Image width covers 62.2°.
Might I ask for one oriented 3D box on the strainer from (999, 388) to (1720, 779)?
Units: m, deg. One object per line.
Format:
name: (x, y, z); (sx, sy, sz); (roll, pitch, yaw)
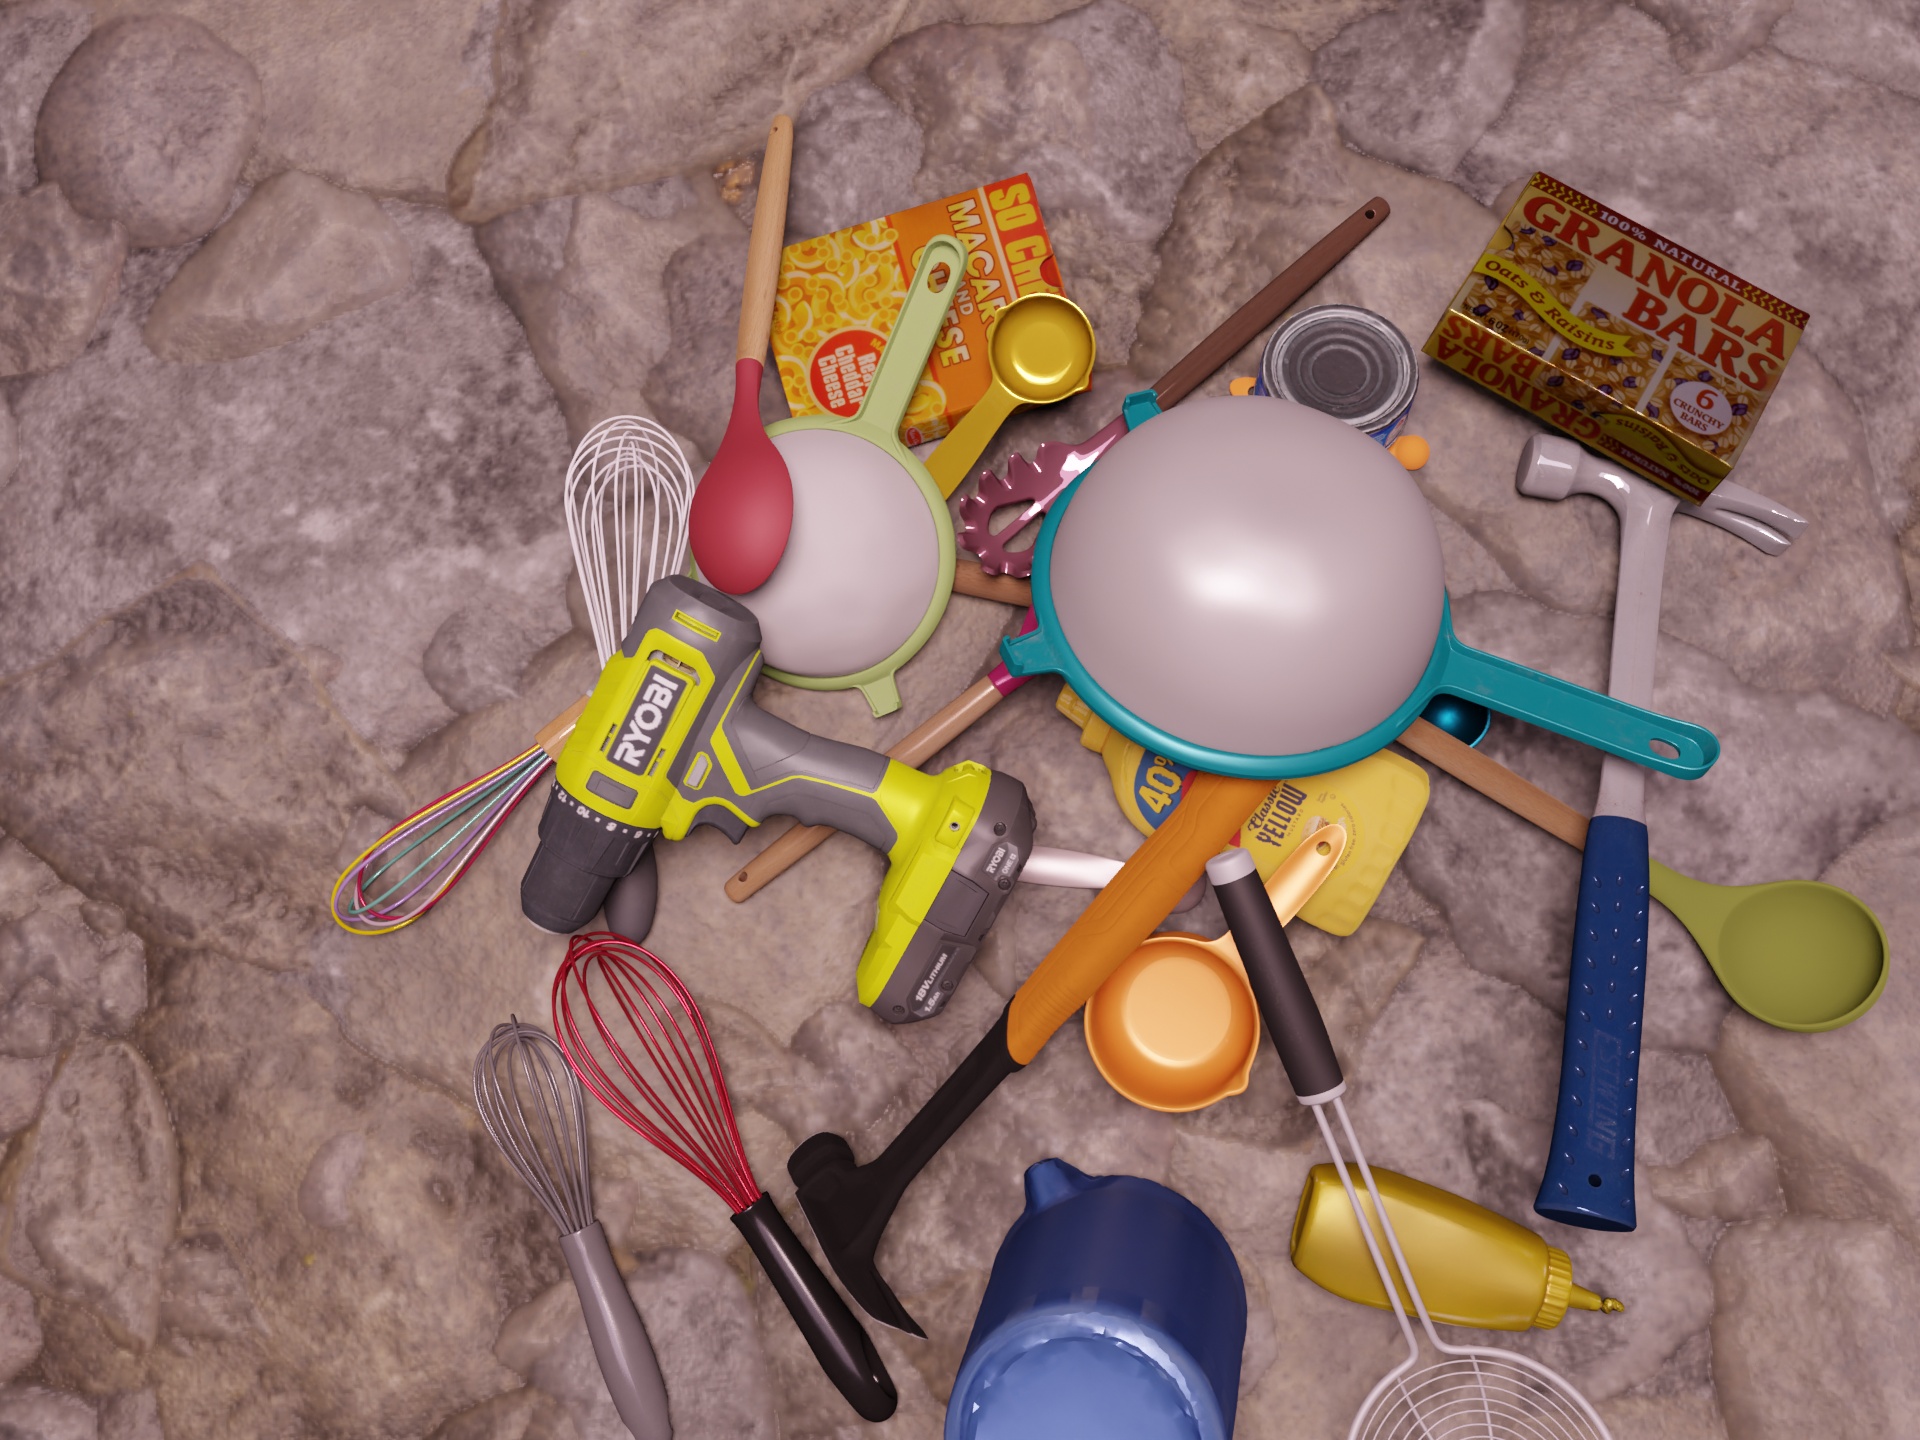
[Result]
strainer: (0.201, -0.061, 0.749); (0.340, 0.095, 0.211); (22, 60, 10)

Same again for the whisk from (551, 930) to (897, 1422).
whisk: (-0.121, 0.235, 0.825); (0.073, 0.073, 0.296); (-35, 85, -1)

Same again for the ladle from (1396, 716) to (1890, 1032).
ladle: (0.314, 0.053, 0.808); (0.320, 0.062, 0.078); (32, 82, 6)

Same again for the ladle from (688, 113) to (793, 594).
ladle: (-0.108, -0.208, 0.845); (0.069, 0.031, 0.316); (-17, 56, 32)

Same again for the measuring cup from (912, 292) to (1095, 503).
measuring cup: (0.013, -0.162, 0.861); (0.062, 0.029, 0.156); (39, 107, -5)

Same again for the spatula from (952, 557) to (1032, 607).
spatula: (0.077, -0.060, 0.872); (0.317, 0.044, 0.082); (13, 83, 11)

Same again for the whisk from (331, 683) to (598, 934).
whisk: (-0.244, 0.033, 0.879); (0.245, 0.051, 0.047); (-41, 101, -6)

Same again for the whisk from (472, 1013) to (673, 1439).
whisk: (-0.198, 0.267, 0.831); (0.055, 0.055, 0.239); (-22, 85, 1)

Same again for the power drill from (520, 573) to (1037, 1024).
power drill: (-0.096, 0.058, 0.805); (0.228, 0.080, 0.190); (27, 100, -7)

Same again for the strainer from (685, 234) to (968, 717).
strainer: (-0.060, -0.133, 0.830); (0.151, 0.069, 0.256); (27, 105, 7)

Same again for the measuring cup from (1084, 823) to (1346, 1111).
measuring cup: (0.137, 0.120, 0.812); (0.095, 0.052, 0.173); (41, 95, 10)

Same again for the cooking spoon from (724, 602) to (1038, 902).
cooking spoon: (-0.001, -0.003, 0.851); (0.319, 0.017, 0.069); (-38, 65, 6)

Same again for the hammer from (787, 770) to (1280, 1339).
hammer: (0.046, 0.139, 0.779); (0.337, 0.034, 0.127); (-50, 36, 4)

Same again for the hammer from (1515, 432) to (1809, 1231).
hammer: (0.329, 0.041, 0.777); (0.144, 0.035, 0.406); (13, 67, 6)

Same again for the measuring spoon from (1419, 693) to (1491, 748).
measuring spoon: (0.227, -0.033, 0.848); (0.128, 0.021, 0.042); (43, 104, 2)

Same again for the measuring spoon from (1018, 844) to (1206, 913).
measuring spoon: (0.070, 0.081, 0.852); (0.124, 0.018, 0.034); (6, 82, 6)

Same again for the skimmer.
skimmer: (0.190, 0.234, 0.723); (0.127, 0.090, 0.363); (-22, 93, 11)

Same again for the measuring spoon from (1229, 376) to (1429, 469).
measuring spoon: (0.205, -0.167, 0.882); (0.117, 0.011, 0.021); (23, 84, 8)

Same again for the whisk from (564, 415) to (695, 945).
whisk: (-0.178, -0.018, 0.846); (0.070, 0.070, 0.284); (3, 98, 5)

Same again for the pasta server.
pasta server: (0.122, -0.188, 0.871); (0.316, 0.040, 0.060); (-41, 90, -7)
